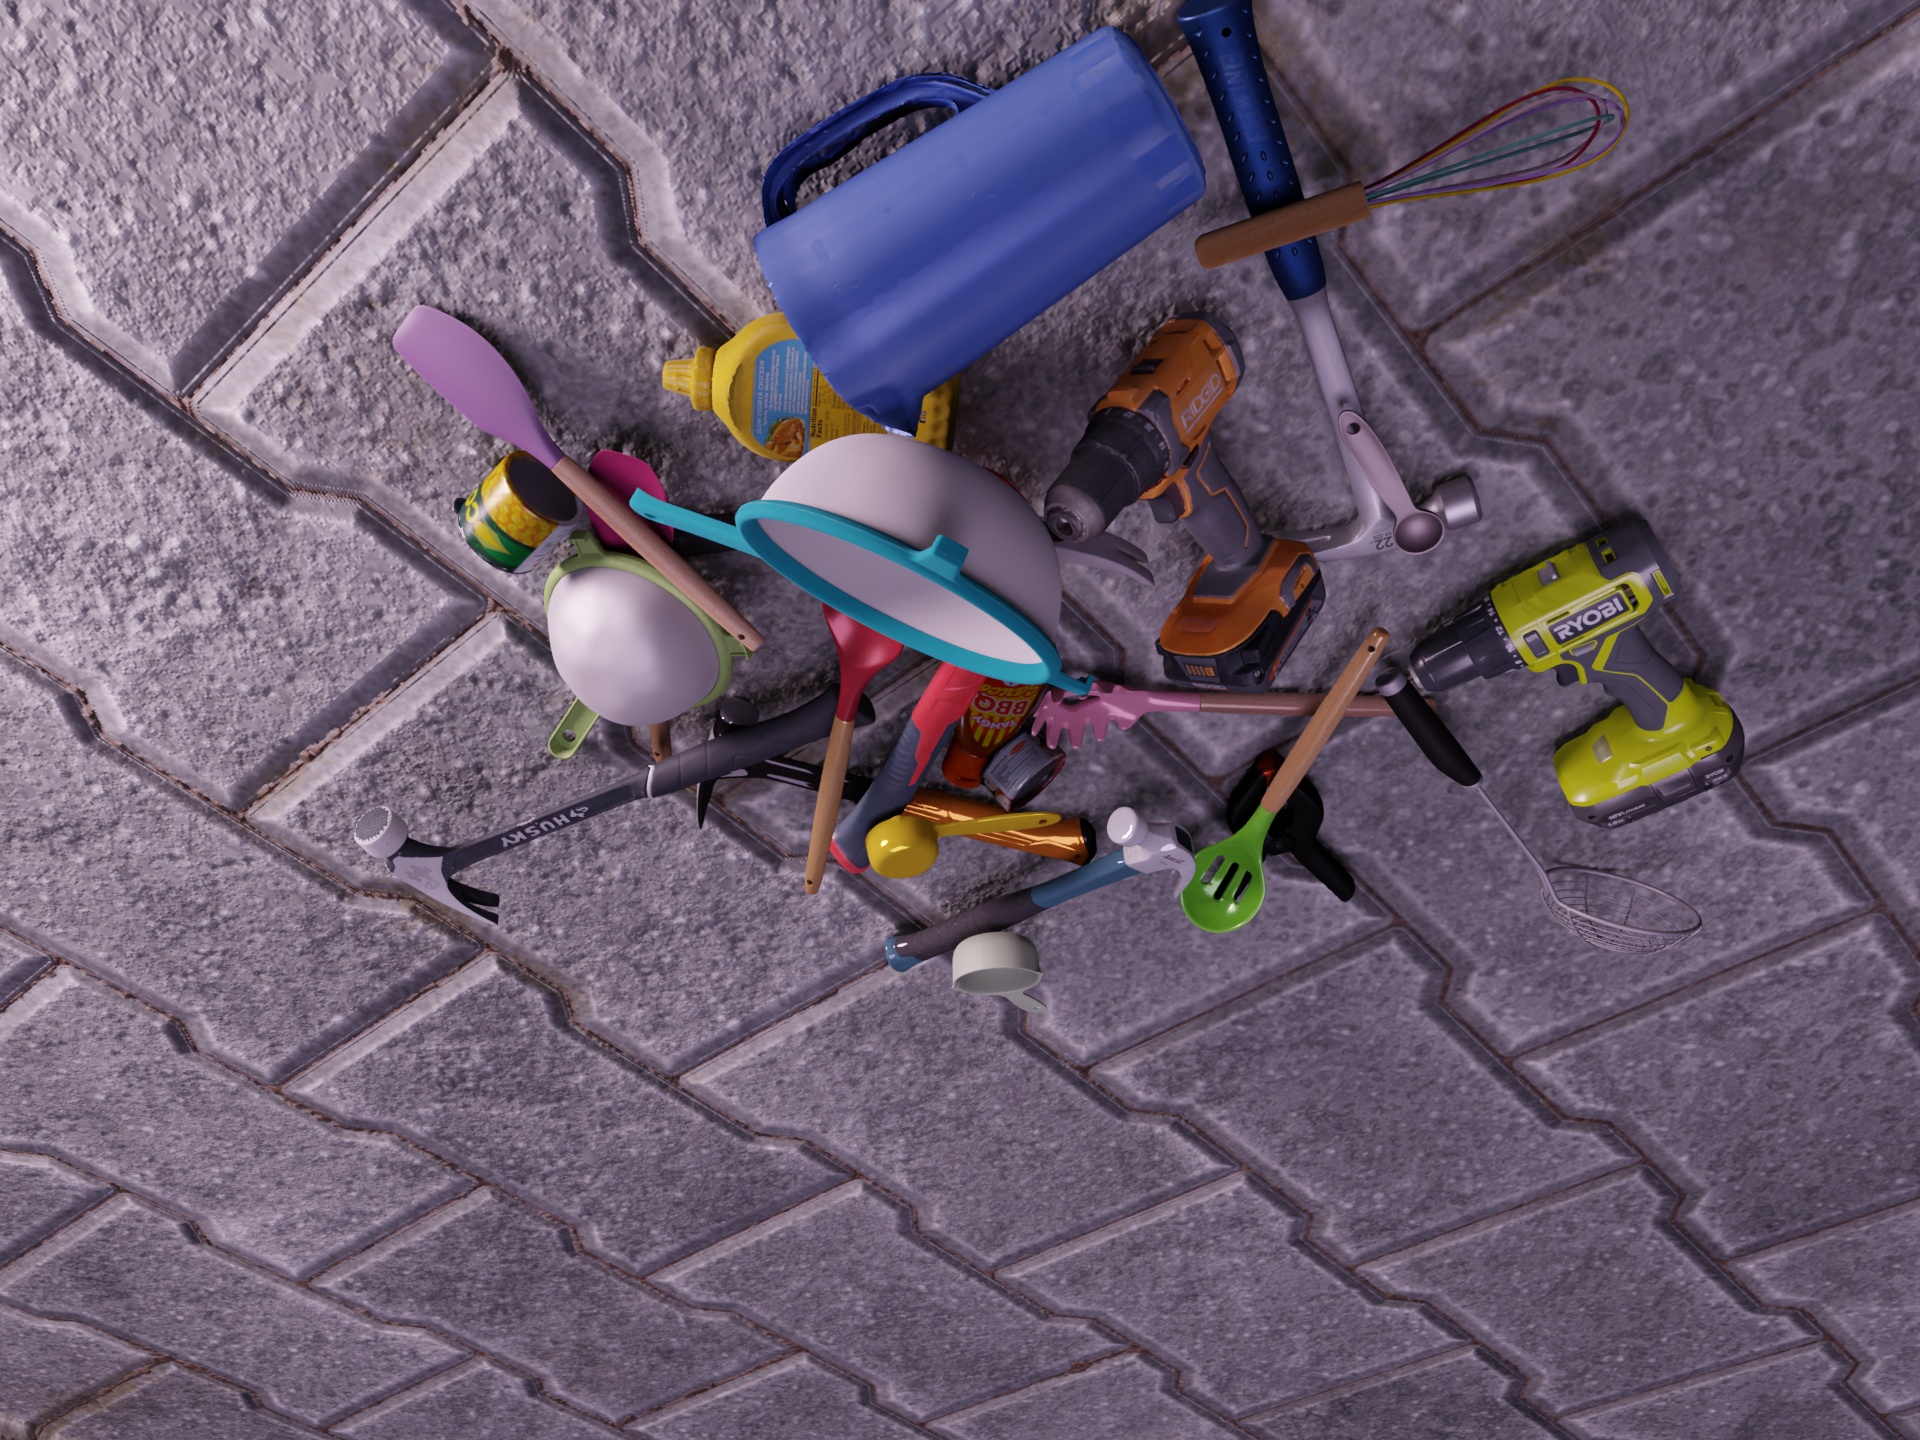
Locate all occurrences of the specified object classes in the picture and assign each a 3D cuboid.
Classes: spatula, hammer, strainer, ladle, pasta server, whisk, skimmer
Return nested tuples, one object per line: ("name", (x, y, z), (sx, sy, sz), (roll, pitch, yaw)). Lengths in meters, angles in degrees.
("spatula", (-0.251, -0.159, 1.078), (0.315, 0.018, 0.059), (44, 125, -14))
("hammer", (-0.258, 0.059, 1.248), (0.409, 0.036, 0.149), (-20, 138, 11))
("hammer", (0.216, -0.260, 1.005), (0.144, 0.035, 0.405), (-18, 129, 17))
("strainer", (-0.271, -0.020, 1.188), (0.151, 0.069, 0.256), (34, 137, -11))
("strainer", (-0.069, -0.128, 0.980), (0.341, 0.095, 0.210), (21, 170, 34))
("hammer", (-0.002, -0.004, 1.178), (0.143, 0.038, 0.386), (9, 139, -22))
("ladle", (-0.089, 0.018, 1.188), (0.069, 0.031, 0.315), (28, 130, 17))
("hammer", (-0.049, 0.073, 1.318), (0.336, 0.034, 0.127), (14, 130, -11))
("pasta server", (0.213, -0.008, 1.232), (0.316, 0.040, 0.060), (1, 139, -2))
("whisk", (0.254, -0.310, 0.913), (0.245, 0.051, 0.047), (-14, 110, 19))
("hammer", (0.057, 0.154, 1.355), (0.331, 0.033, 0.128), (-27, 145, 35))
("skimmer", (0.457, 0.066, 1.261), (0.090, 0.127, 0.363), (-43, 113, 4))
("whisk", (-0.096, -0.138, 1.115), (0.296, 0.073, 0.073), (-3, 133, 13))

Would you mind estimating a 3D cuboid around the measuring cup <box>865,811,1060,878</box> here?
("measuring cup", (0.004, 0.095, 1.252), (0.156, 0.029, 0.062), (-7, 144, -3))

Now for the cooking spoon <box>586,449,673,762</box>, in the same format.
("cooking spoon", (-0.233, -0.074, 1.181), (0.069, 0.017, 0.318), (18, 139, 11))

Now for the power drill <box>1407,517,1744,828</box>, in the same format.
("power drill", (0.463, -0.025, 1.186), (0.190, 0.080, 0.228), (-29, 122, 24))

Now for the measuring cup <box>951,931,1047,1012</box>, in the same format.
("measuring cup", (0.046, 0.226, 1.414), (0.083, 0.038, 0.167), (-13, 154, 17))

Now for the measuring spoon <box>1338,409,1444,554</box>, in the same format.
("measuring spoon", (0.285, -0.162, 1.062), (0.034, 0.018, 0.124), (-28, 119, 23))

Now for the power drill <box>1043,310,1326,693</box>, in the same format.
("power drill", (0.142, -0.118, 1.017), (0.084, 0.185, 0.226), (7, 138, 42))

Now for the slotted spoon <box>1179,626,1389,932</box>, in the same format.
("slotted spoon", (0.257, 0.051, 1.251), (0.070, 0.031, 0.313), (32, 127, 11))
